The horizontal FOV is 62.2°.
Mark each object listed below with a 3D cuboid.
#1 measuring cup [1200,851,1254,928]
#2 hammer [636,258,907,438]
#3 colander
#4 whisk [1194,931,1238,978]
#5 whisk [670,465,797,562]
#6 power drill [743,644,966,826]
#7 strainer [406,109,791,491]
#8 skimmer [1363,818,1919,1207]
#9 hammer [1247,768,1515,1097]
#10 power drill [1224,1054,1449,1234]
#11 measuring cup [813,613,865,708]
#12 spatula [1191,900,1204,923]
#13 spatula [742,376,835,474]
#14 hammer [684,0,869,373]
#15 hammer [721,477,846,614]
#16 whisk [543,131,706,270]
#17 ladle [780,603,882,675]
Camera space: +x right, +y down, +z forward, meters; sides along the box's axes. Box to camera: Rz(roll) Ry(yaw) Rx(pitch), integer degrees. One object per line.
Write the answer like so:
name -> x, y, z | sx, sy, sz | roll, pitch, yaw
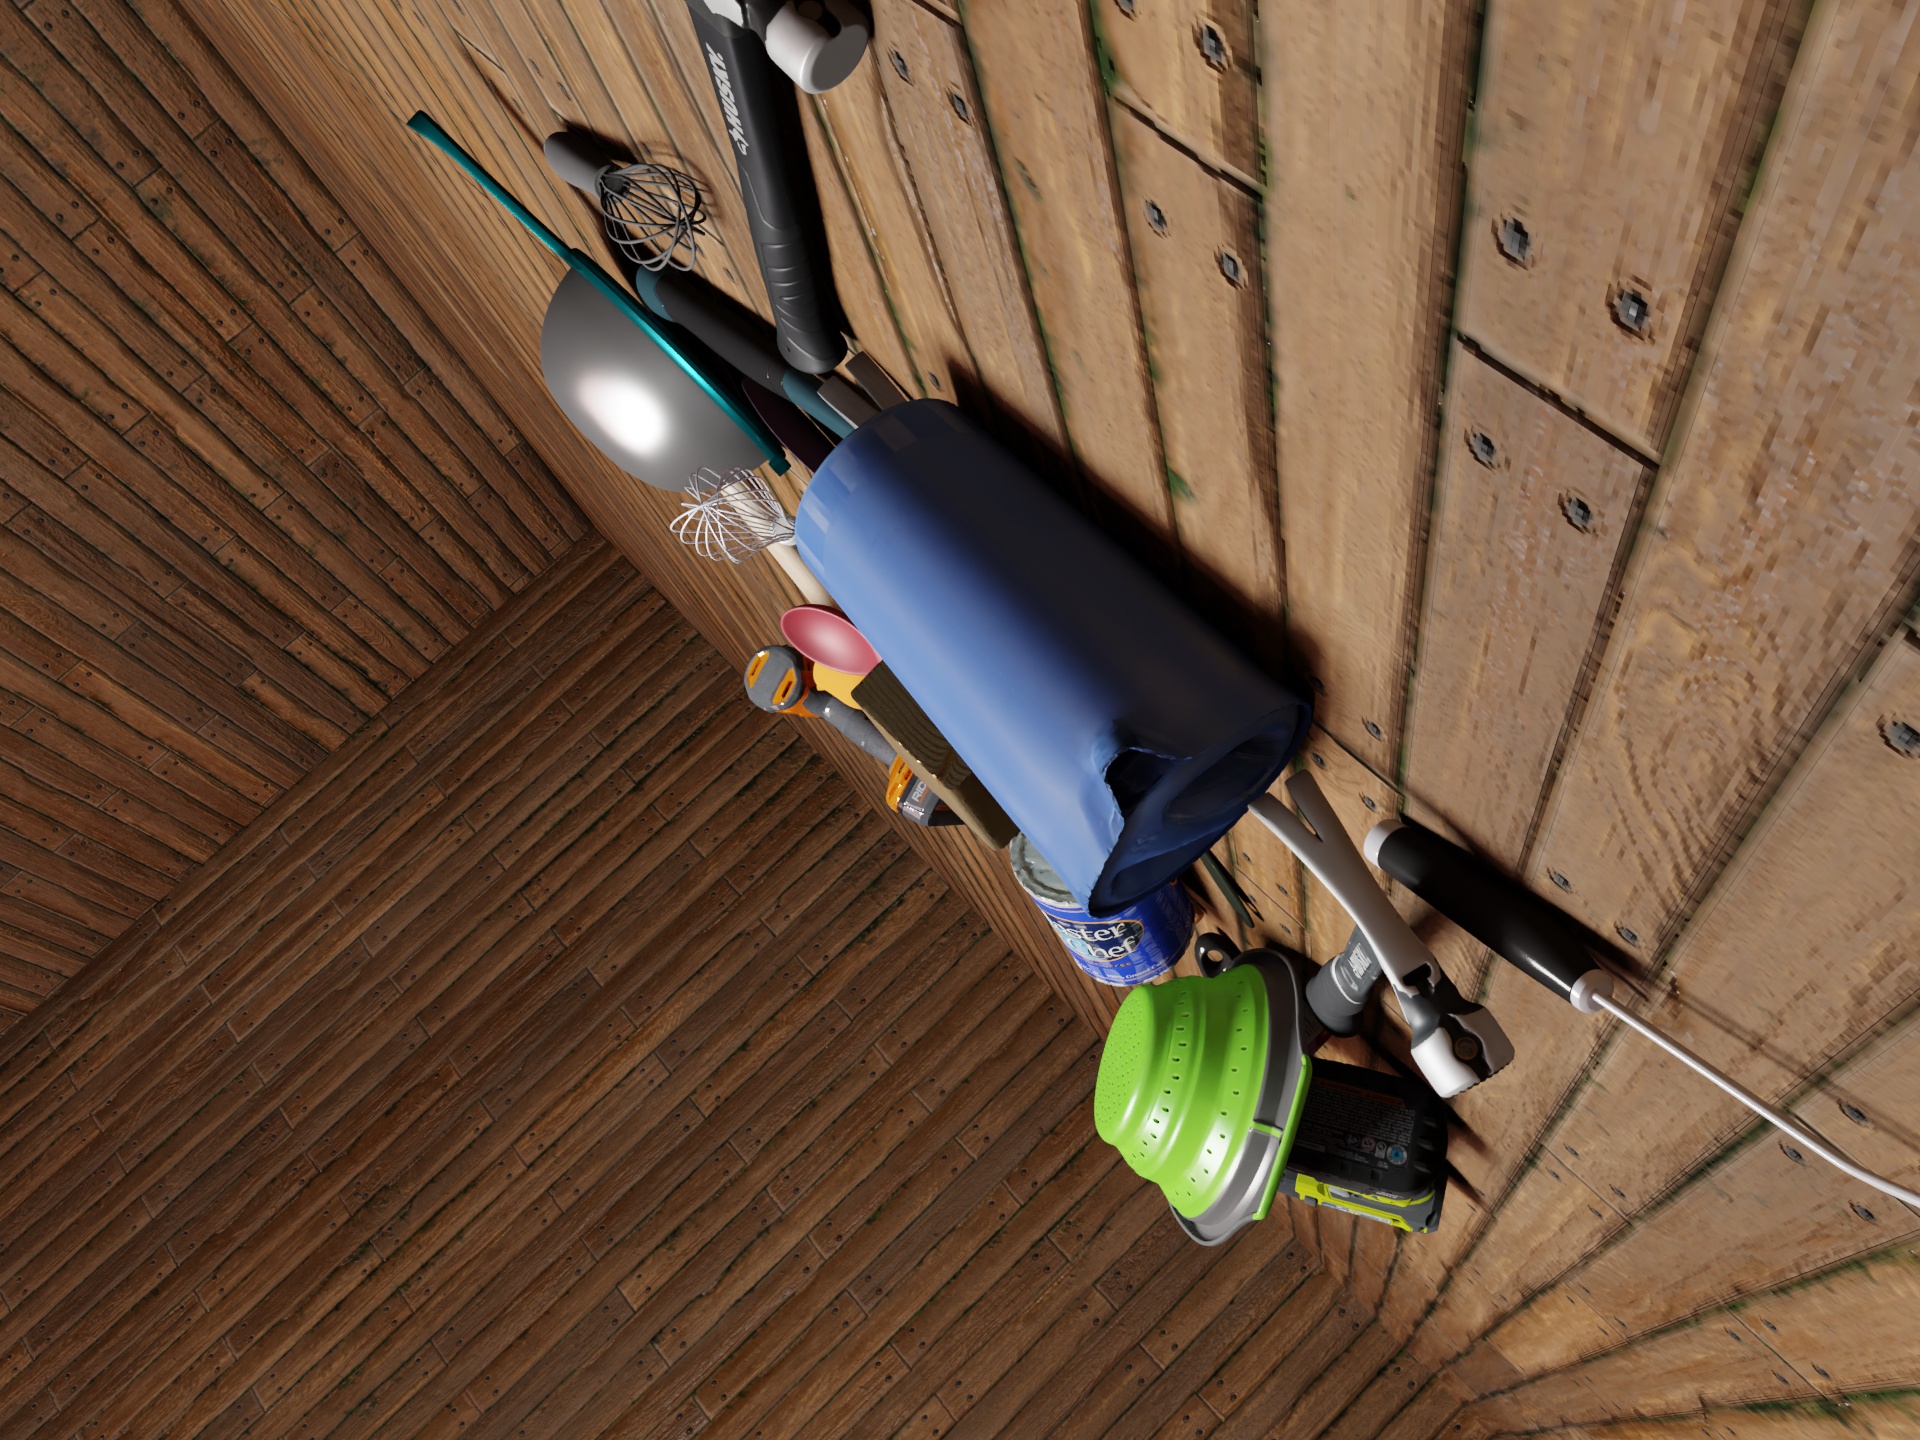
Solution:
measuring cup -> 0.142, 0.090, 1.066 | 0.167, 0.038, 0.083 | 52, 171, -20
hammer -> -0.104, -0.205, 0.955 | 0.331, 0.033, 0.128 | 41, 170, 39
colander -> 0.143, 0.243, 1.170 | 0.094, 0.204, 0.397 | 17, 180, -6
whisk -> 0.257, 0.276, 1.317 | 0.295, 0.073, 0.073 | 58, 167, -31
whisk -> -0.139, -0.142, 1.167 | 0.070, 0.070, 0.284 | 46, -170, 7
power drill -> -0.073, 0.007, 1.470 | 0.227, 0.084, 0.164 | 34, -168, 22
strainer -> -0.276, -0.275, 1.135 | 0.340, 0.095, 0.211 | 42, -179, -23
skimmer -> 0.259, 0.155, 0.576 | 0.127, 0.090, 0.364 | 33, -174, -41
hammer -> 0.205, 0.131, 0.843 | 0.149, 0.036, 0.408 | 58, -179, 17
power drill -> 0.271, 0.314, 1.164 | 0.171, 0.080, 0.223 | 11, 157, 18
measuring cup -> -0.063, -0.049, 1.390 | 0.052, 0.095, 0.173 | 35, -173, 20
spatula -> 0.072, 0.064, 1.308 | 0.323, 0.041, 0.081 | 42, -174, 25
spatula -> -0.031, -0.110, 1.056 | 0.316, 0.018, 0.060 | 46, -154, -8
hammer -> -0.089, -0.242, 0.697 | 0.146, 0.035, 0.334 | 45, 172, 10
hammer -> -0.191, -0.195, 1.445 | 0.410, 0.038, 0.146 | 51, 170, -26
whisk -> -0.202, -0.311, 0.929 | 0.239, 0.055, 0.055 | 45, 173, 49
ladle -> -0.002, -0.004, 1.151 | 0.315, 0.031, 0.069 | 32, 151, 21
